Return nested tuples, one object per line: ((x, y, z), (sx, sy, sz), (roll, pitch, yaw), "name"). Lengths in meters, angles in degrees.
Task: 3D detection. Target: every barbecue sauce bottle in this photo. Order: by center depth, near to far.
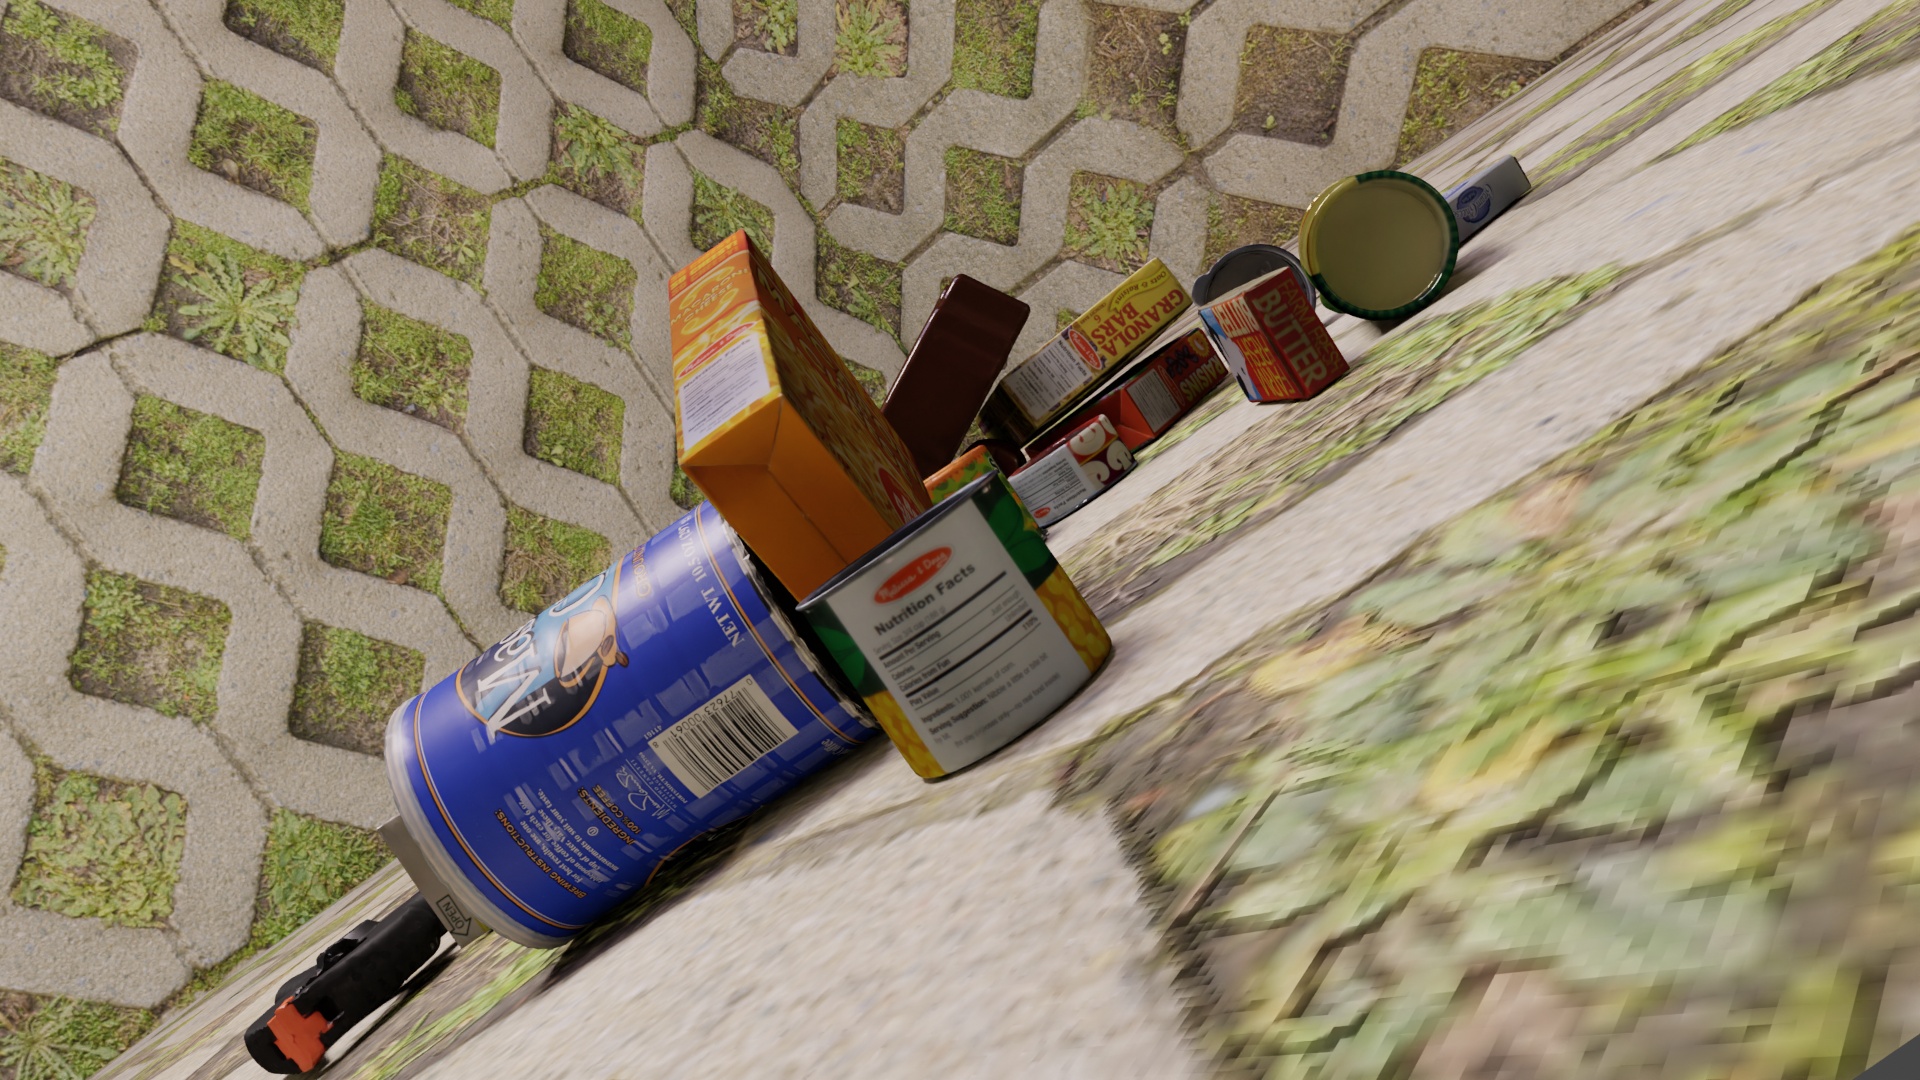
((0.020, -0.032, 0.864), (0.149, 0.044, 0.064), (-37, -37, -81), "barbecue sauce bottle")

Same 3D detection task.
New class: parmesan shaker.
((0.194, -0.137, 0.654), (0.071, 0.071, 0.103), (-33, 5, 17), "parmesan shaker")

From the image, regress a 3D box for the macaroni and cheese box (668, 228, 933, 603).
((-0.051, -0.029, 0.491), (0.040, 0.123, 0.167), (-34, 30, 6), "macaroni and cheese box")

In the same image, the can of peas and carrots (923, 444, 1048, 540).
((0.003, -0.009, 0.707), (0.071, 0.058, 0.071), (-34, 4, 3), "can of peas and carrots")

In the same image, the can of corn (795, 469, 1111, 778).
((-0.001, 0.022, 0.381), (0.071, 0.058, 0.071), (-34, 4, 3), "can of corn")

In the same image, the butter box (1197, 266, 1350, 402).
((0.137, -0.090, 0.620), (0.024, 0.053, 0.103), (-32, 5, 1), "butter box")

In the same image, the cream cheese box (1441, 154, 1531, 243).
((0.267, -0.175, 0.772), (0.104, 0.024, 0.053), (-37, 5, -29), "cream cheese box")

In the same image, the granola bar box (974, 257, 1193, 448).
((0.075, -0.112, 0.898), (0.124, 0.039, 0.165), (-39, 0, -6), "granola bar box")

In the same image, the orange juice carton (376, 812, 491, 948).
((-0.196, 0.119, 0.712), (0.194, 0.072, 0.072), (-38, 5, -41), "orange juice carton")

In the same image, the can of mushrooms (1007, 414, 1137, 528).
((0.062, -0.039, 0.765), (0.071, 0.033, 0.071), (-35, 4, 3), "can of mushrooms")

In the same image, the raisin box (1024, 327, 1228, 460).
((0.107, -0.083, 0.879), (0.085, 0.040, 0.124), (-32, 4, 40), "raisin box")

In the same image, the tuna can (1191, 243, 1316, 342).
((0.170, -0.139, 0.812), (0.071, 0.071, 0.033), (-34, 2, 10), "tuna can")
